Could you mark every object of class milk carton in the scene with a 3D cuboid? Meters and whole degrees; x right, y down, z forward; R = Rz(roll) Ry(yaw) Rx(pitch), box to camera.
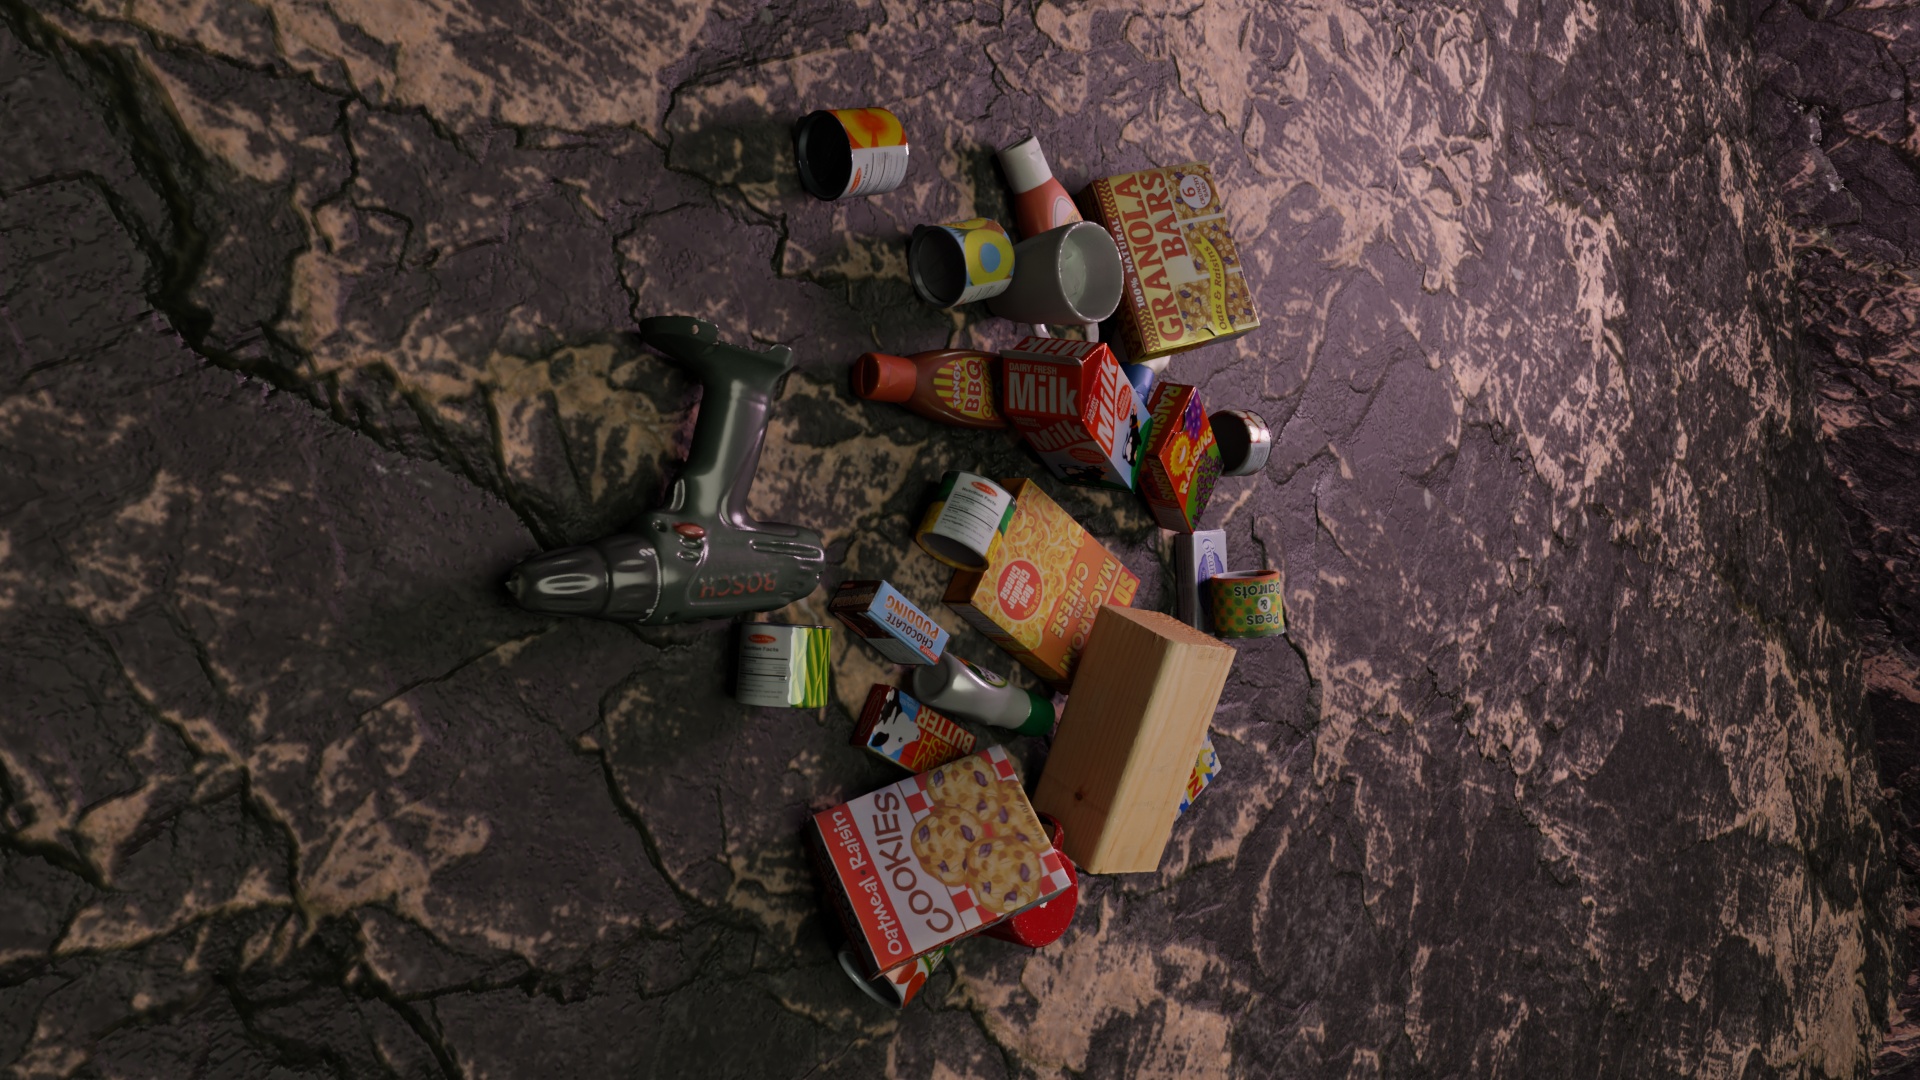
[{"bbox_3d":[0.096,-0.111,1.157,0.190,0.072,0.073,43,60,-58],"label":"milk carton"}]

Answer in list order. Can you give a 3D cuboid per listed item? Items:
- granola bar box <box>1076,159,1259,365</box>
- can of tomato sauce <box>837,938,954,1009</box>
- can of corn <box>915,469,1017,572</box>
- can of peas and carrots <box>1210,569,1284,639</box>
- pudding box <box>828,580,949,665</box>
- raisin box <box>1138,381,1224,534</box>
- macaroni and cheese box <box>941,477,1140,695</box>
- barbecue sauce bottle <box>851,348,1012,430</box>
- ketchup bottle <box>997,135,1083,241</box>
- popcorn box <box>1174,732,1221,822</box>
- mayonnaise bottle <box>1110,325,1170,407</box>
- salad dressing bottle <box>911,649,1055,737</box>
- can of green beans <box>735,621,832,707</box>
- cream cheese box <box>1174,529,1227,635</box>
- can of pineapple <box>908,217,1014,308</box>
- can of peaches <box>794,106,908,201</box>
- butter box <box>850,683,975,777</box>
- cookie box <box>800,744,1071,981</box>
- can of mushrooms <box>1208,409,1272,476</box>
[{"bbox_3d":[0.189,-0.254,1.262,0.124,0.039,0.165,-16,86,-21],"label":"granola bar box"},{"bbox_3d":[-0.042,0.307,1.066,0.083,0.071,0.071,-45,118,-33],"label":"can of tomato sauce"},{"bbox_3d":[0.004,-0.014,1.121,0.071,0.071,0.058,40,65,-34],"label":"can of corn"},{"bbox_3d":[0.274,0.061,1.323,0.071,0.071,0.058,-8,94,-42],"label":"can of peas and carrots"},{"bbox_3d":[-0.055,0.064,1.074,0.083,0.049,0.030,42,61,-33],"label":"pudding box"},{"bbox_3d":[0.201,-0.076,1.291,0.086,0.040,0.123,-61,143,-23],"label":"raisin box"},{"bbox_3d":[0.073,0.042,1.196,0.166,0.040,0.124,40,65,-34],"label":"macaroni and cheese box"},{"bbox_3d":[-0.018,-0.125,1.116,0.149,0.043,0.065,2,90,-42],"label":"barbecue sauce bottle"},{"bbox_3d":[0.078,-0.275,1.207,0.065,0.043,0.148,-44,116,-37],"label":"ketchup bottle"},{"bbox_3d":[0.188,0.186,1.298,0.085,0.038,0.126,-39,114,-36],"label":"popcorn box"},{"bbox_3d":[0.171,-0.190,1.290,0.065,0.041,0.148,26,71,-32],"label":"mayonnaise bottle"},{"bbox_3d":[0.022,0.129,1.138,0.147,0.064,0.044,27,88,-47],"label":"salad dressing bottle"},{"bbox_3d":[-0.127,0.089,0.997,0.071,0.071,0.058,6,86,-42],"label":"can of green beans"},{"bbox_3d":[0.236,0.042,1.354,0.053,0.024,0.103,-3,91,-43],"label":"cream cheese box"},{"bbox_3d":[0.001,-0.226,1.121,0.058,0.071,0.071,-21,103,-41],"label":"can of pineapple"},{"bbox_3d":[-0.083,-0.294,1.048,0.058,0.071,0.071,-19,102,-41],"label":"can of peaches"},{"bbox_3d":[-0.037,0.159,1.105,0.103,0.024,0.053,36,67,-35],"label":"butter box"},{"bbox_3d":[-0.019,0.240,1.049,0.168,0.040,0.123,-16,66,-28],"label":"cookie box"},{"bbox_3d":[0.267,-0.097,1.360,0.033,0.071,0.071,-5,93,-41],"label":"can of mushrooms"}]
